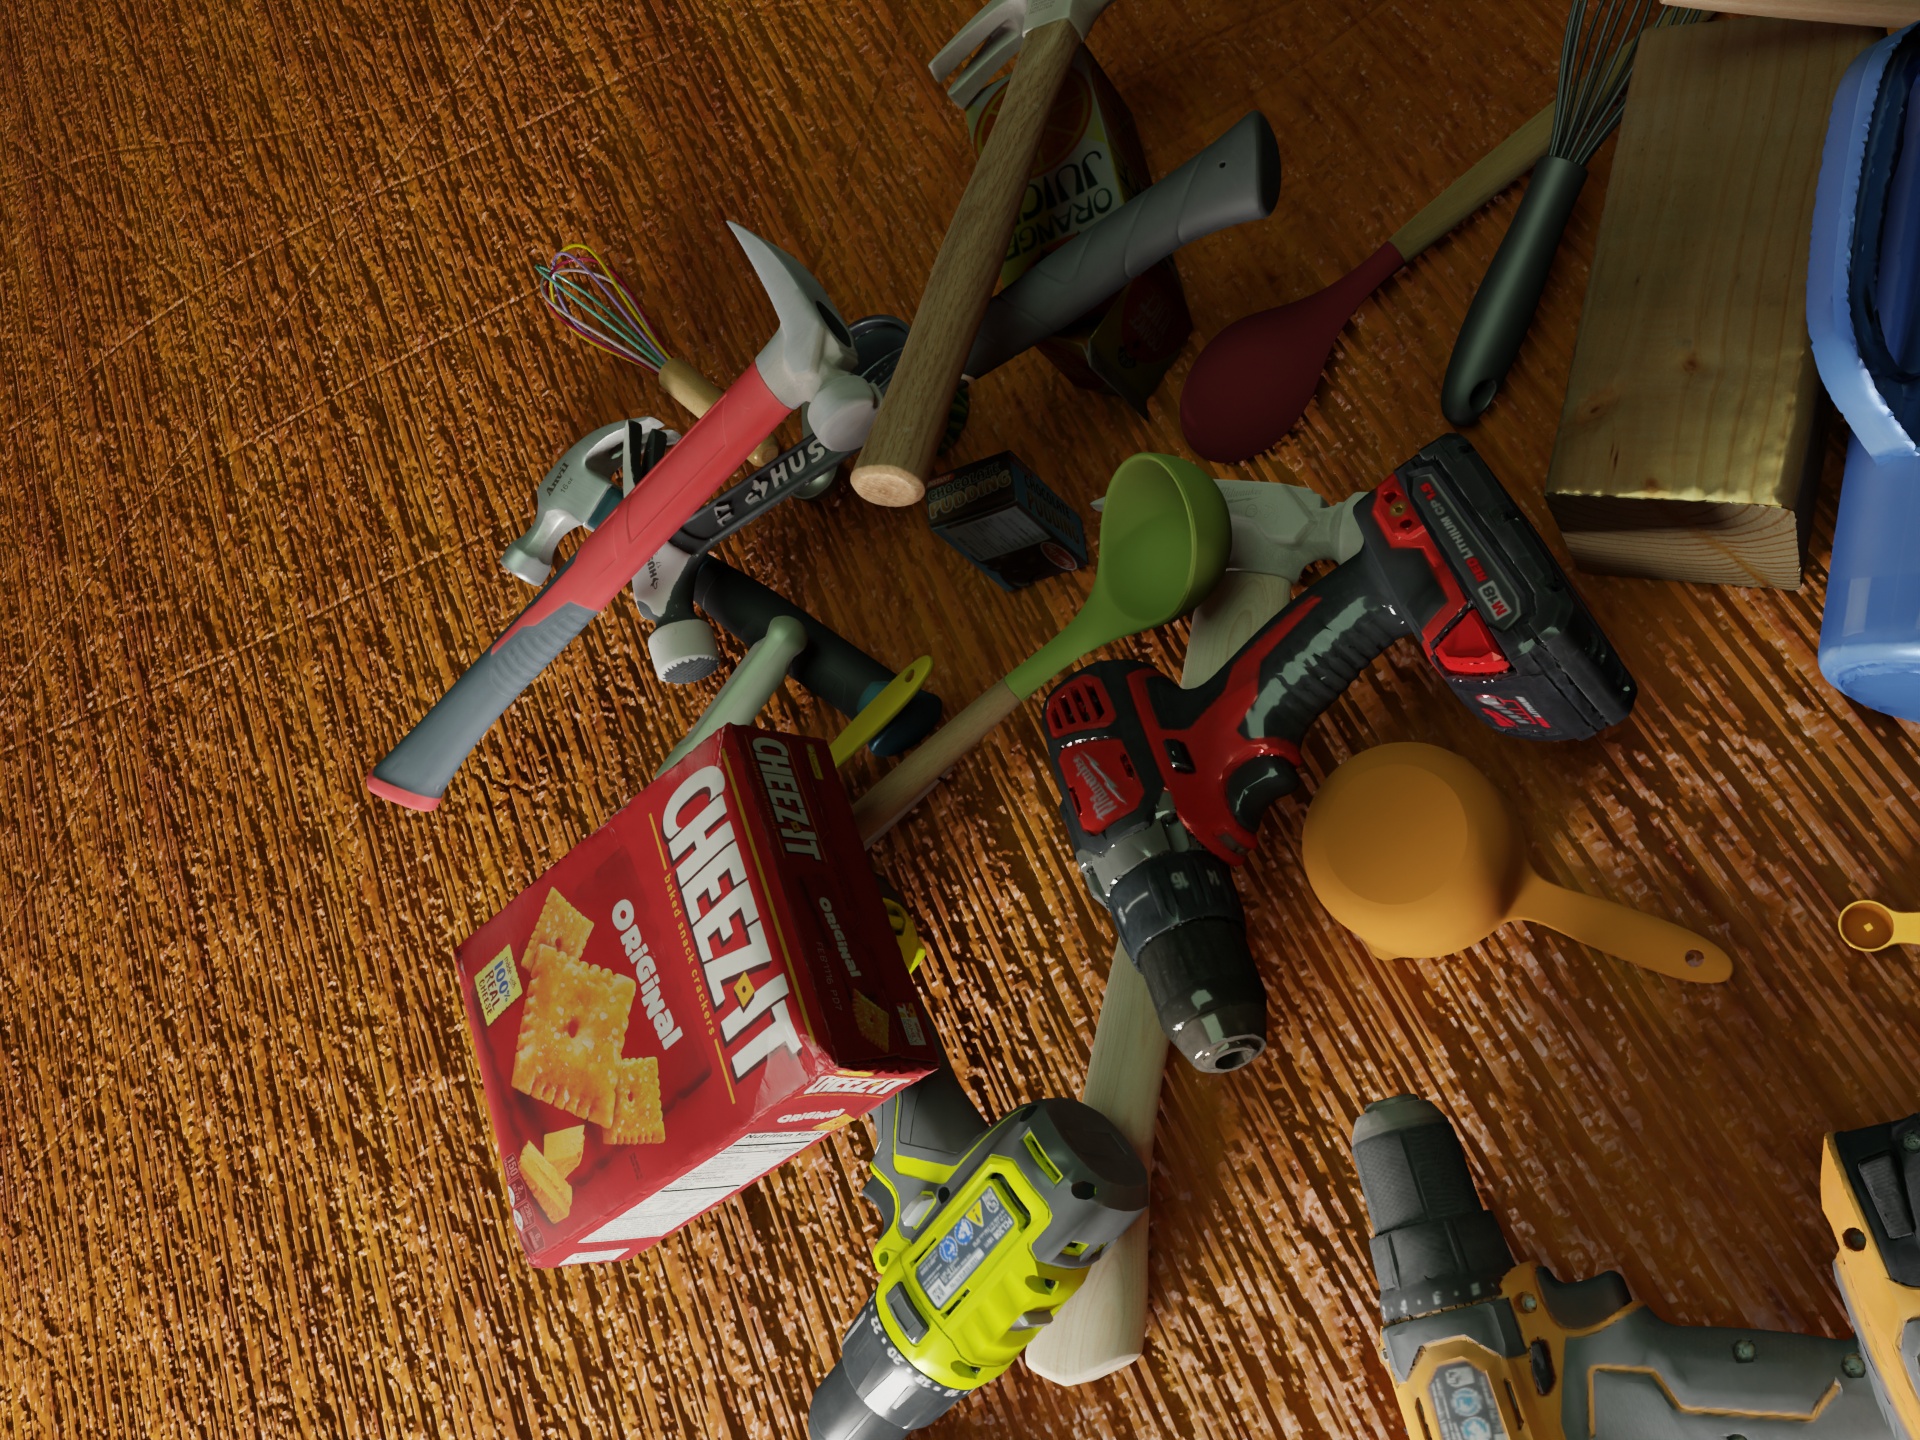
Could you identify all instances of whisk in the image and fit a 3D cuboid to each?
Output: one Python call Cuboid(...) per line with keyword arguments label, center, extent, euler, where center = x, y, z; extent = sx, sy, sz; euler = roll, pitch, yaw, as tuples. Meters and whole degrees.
Cuboid(label="whisk", center=(-0.189, -0.228, 0.980), extent=(0.047, 0.051, 0.245), euler=(-49, 60, 1))
Cuboid(label="whisk", center=(-0.159, 0.042, 0.855), extent=(0.059, 0.058, 0.246), euler=(37, 103, -6))
Cuboid(label="whisk", center=(0.270, -0.245, 0.711), extent=(0.055, 0.055, 0.239), euler=(27, 100, 33))

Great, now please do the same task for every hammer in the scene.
Cuboid(label="hammer", center=(0.085, 0.086, 0.726), extent=(0.146, 0.038, 0.411), euler=(9, 79, 33))
Cuboid(label="hammer", center=(-0.022, -0.170, 0.792), extent=(0.409, 0.036, 0.149), euler=(-28, 69, 28))
Cuboid(label="hammer", center=(0.012, -0.241, 0.746), extent=(0.130, 0.031, 0.331), euler=(-3, 58, 39))
Cuboid(label="hammer", center=(-0.203, -0.090, 0.858), extent=(0.386, 0.038, 0.143), euler=(-41, 62, 22))
Cuboid(label="hammer", center=(-0.136, -0.072, 0.904), extent=(0.331, 0.033, 0.128), euler=(34, 94, 33))

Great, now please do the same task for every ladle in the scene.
Cuboid(label="ladle", center=(-0.001, -0.002, 0.748), extent=(0.320, 0.062, 0.078), euler=(-41, 50, 15))
Cuboid(label="ladle", center=(0.229, -0.238, 0.755), extent=(0.315, 0.031, 0.069), euler=(-39, 61, 12))

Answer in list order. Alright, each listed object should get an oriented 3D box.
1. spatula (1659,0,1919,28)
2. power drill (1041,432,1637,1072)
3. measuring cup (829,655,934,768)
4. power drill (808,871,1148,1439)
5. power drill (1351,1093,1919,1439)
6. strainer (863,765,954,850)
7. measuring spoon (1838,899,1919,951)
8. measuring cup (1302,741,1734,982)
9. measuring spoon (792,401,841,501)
Cuboid(label="spatula", center=(0.423, -0.262, 0.588), extent=(0.316, 0.018, 0.060), euler=(6, 76, 6))
Cuboid(label="power drill", center=(0.143, 0.016, 0.631), extent=(0.226, 0.080, 0.188), euler=(-35, 49, 22))
Cuboid(label="measuring cup", center=(-0.073, 0.012, 0.803), extent=(0.156, 0.029, 0.062), euler=(-42, 36, 28))
Cuboid(label="power drill", center=(-0.042, 0.196, 0.721), extent=(0.190, 0.080, 0.229), euler=(-52, 51, 15))
Cuboid(label="power drill", center=(0.256, 0.204, 0.568), extent=(0.226, 0.084, 0.185), euler=(-26, 62, 25))
Cuboid(label="strainer", center=(-0.090, 0.091, 0.823), extent=(0.258, 0.050, 0.087), euler=(-43, 71, 7))
Cuboid(label="measuring spoon", center=(0.384, 0.078, 0.576), extent=(0.117, 0.011, 0.021), euler=(0, 73, 26))
Cuboid(label="measuring cup", center=(0.220, 0.065, 0.644), extent=(0.174, 0.052, 0.095), euler=(21, 85, 35))
Cuboid(label="measuring spoon", center=(-0.080, -0.178, 0.920), extent=(0.034, 0.018, 0.124), euler=(-12, 62, 26))
